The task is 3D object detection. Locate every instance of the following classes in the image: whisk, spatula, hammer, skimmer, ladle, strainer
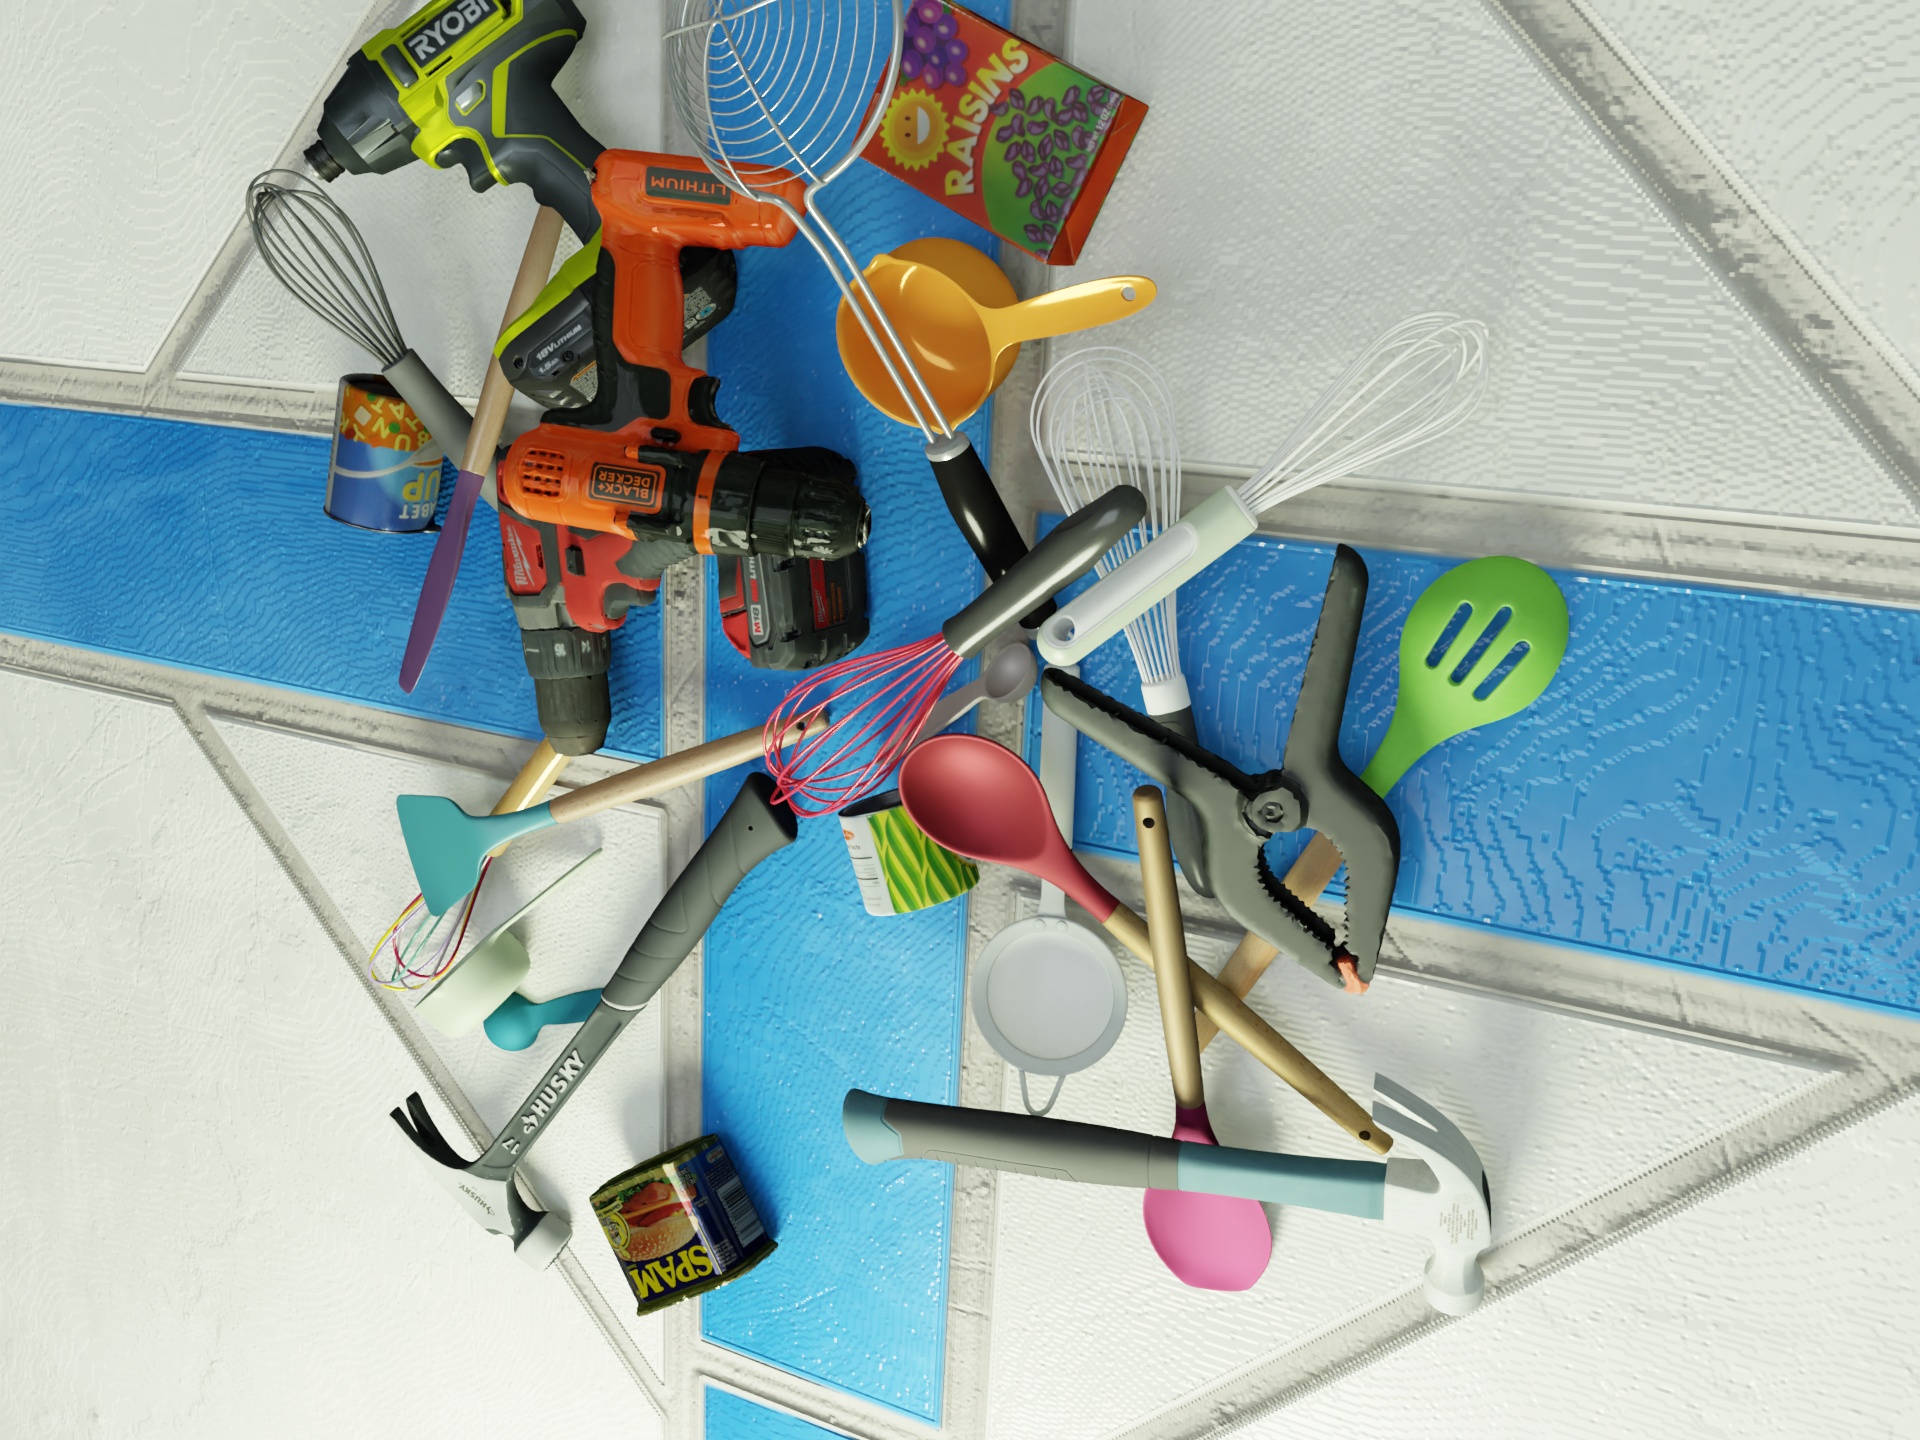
[{"bbox_3d":[-0.012,-0.032,0.810,0.296,0.073,0.073,-37,84,38],"label":"whisk"},{"bbox_3d":[-0.218,0.044,0.965,0.317,0.044,0.082,-18,89,17],"label":"spatula"},{"bbox_3d":[0.094,-0.044,0.793,0.070,0.070,0.284,-8,102,28],"label":"whisk"},{"bbox_3d":[-0.226,0.184,1.009,0.149,0.036,0.409,39,114,1],"label":"hammer"},{"bbox_3d":[-0.321,-0.208,0.918,0.055,0.055,0.238,-15,126,29],"label":"whisk"},{"bbox_3d":[-0.020,-0.195,0.744,0.127,0.090,0.362,0,137,36],"label":"skimmer"},{"bbox_3d":[0.097,0.115,0.813,0.315,0.031,0.069,40,117,2],"label":"ladle"},{"bbox_3d":[0.135,-0.102,0.726,0.246,0.059,0.058,-37,65,13],"label":"whisk"},{"bbox_3d":[-0.272,-0.167,0.914,0.060,0.018,0.316,19,92,59],"label":"spatula"},{"bbox_3d":[0.099,0.227,0.815,0.331,0.033,0.128,3,120,16],"label":"hammer"},{"bbox_3d":[0.052,0.080,0.850,0.087,0.050,0.258,4,98,16],"label":"strainer"},{"bbox_3d":[-0.317,0.097,1.045,0.047,0.051,0.245,37,113,-8],"label":"whisk"}]

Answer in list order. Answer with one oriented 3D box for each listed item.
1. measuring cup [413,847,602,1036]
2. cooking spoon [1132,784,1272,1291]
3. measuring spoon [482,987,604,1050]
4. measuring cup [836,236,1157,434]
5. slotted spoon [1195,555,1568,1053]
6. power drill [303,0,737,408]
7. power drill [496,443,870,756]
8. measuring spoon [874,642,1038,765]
[{"bbox_3d":[-0.281,0.144,1.027,0.167,0.083,0.038,-39,99,12],"label":"measuring cup"},{"bbox_3d":[0.115,0.173,0.810,0.069,0.017,0.318,-2,117,19],"label":"cooking spoon"},{"bbox_3d":[-0.271,0.195,1.049,0.128,0.021,0.042,-16,95,30],"label":"measuring spoon"},{"bbox_3d":[0.023,-0.200,0.776,0.174,0.052,0.095,-5,121,32],"label":"measuring cup"},{"bbox_3d":[0.189,0.056,0.782,0.070,0.031,0.313,35,117,12],"label":"slotted spoon"},{"bbox_3d":[-0.241,-0.286,0.866,0.171,0.080,0.223,-36,84,3],"label":"power drill"},{"bbox_3d":[-0.168,-0.068,0.906,0.227,0.080,0.188,3,103,29],"label":"power drill"},{"bbox_3d":[-0.001,-0.003,0.870,0.018,0.034,0.124,31,132,-33],"label":"measuring spoon"}]
